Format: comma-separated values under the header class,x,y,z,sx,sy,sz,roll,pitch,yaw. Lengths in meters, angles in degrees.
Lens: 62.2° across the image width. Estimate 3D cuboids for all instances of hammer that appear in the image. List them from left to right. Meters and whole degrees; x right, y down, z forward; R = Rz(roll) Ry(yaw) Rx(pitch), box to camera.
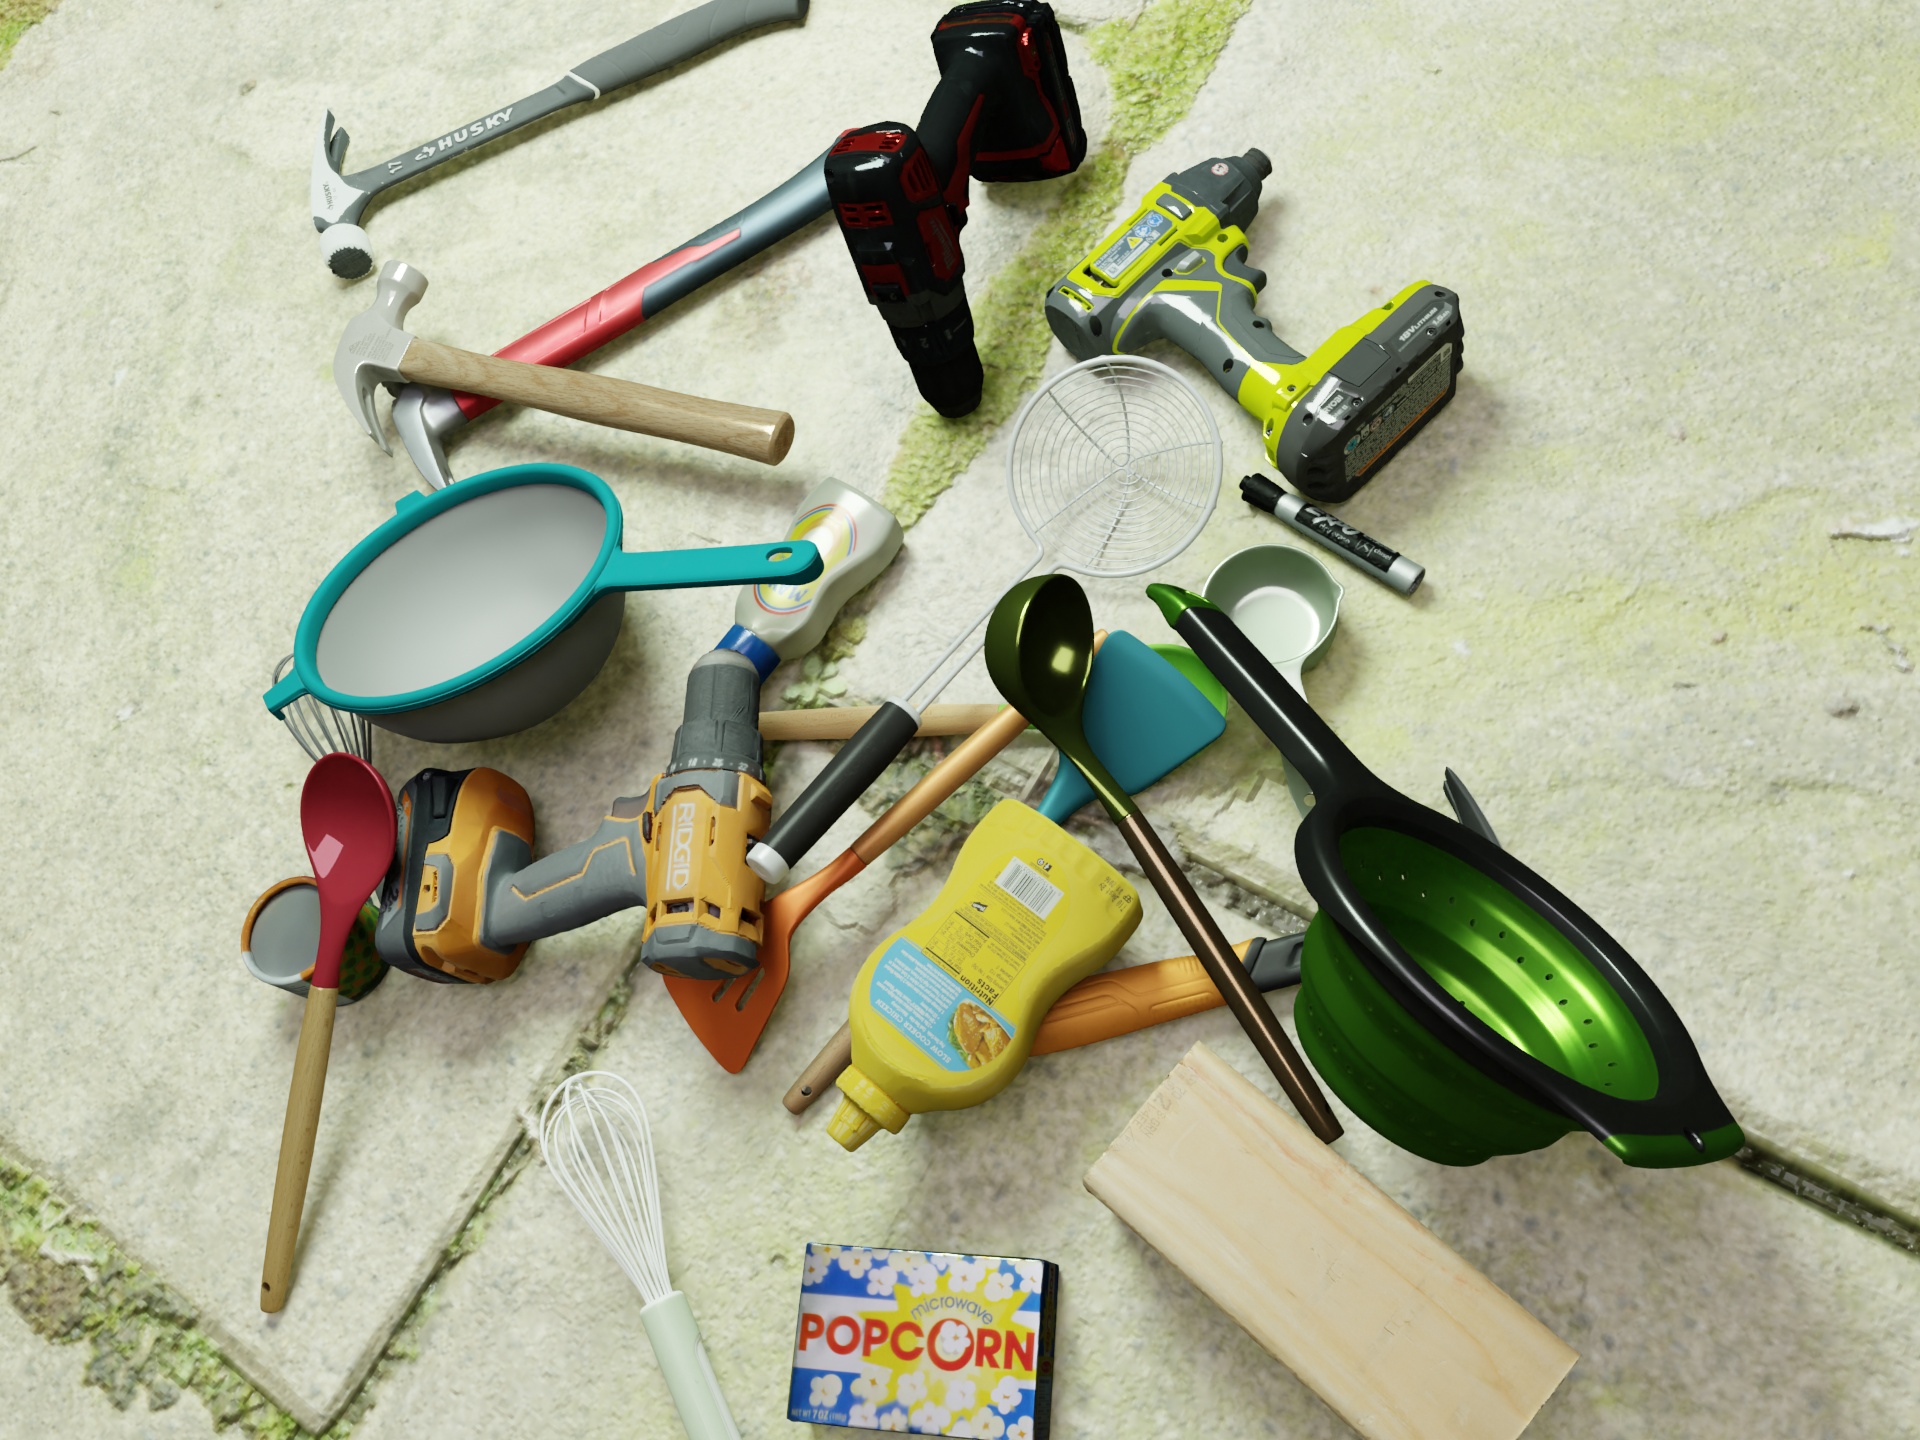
class,x,y,z,sx,sy,sz,roll,pitch,yaw
hammer,-0.263,-0.212,1.034,0.331,0.031,0.130,15,74,17
hammer,-0.301,-0.469,1.188,0.409,0.036,0.149,-24,63,3
hammer,-0.208,-0.282,1.085,0.386,0.038,0.143,-30,65,0
hammer,0.124,0.129,0.834,0.337,0.034,0.127,-17,66,7

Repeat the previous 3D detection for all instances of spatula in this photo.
class,x,y,z,sx,sy,sz,roll,pitch,yaw
spatula,-0.036,0.062,0.889,0.322,0.041,0.081,-41,64,-3
spatula,0.012,0.092,0.869,0.082,0.044,0.317,42,84,1

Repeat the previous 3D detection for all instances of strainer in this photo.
class,x,y,z,sx,sy,sz,roll,pitch,yaw
strainer,-0.226,-0.058,0.945,0.340,0.095,0.211,-2,47,21

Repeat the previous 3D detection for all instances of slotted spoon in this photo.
class,x,y,z,sx,sy,sz,roll,pitch,yaw
slotted spoon,-0.001,-0.003,0.924,0.314,0.031,0.070,-3,85,15

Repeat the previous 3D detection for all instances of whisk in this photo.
class,x,y,z,sx,sy,sz,roll,pitch,yaw
whisk,-0.368,0.049,0.984,0.055,0.055,0.239,-30,69,0
whisk,-0.158,0.296,0.828,0.059,0.057,0.246,-26,69,-7

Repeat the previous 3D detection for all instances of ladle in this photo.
class,x,y,z,sx,sy,sz,roll,pitch,yaw
ladle,-0.359,0.174,0.887,0.069,0.031,0.315,10,90,24
ladle,0.108,0.065,0.805,0.062,0.078,0.320,-41,74,32

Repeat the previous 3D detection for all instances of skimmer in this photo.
class,x,y,z,sx,sy,sz,roll,pitch,yaw
skimmer,0.010,-0.058,0.876,0.127,0.090,0.363,38,66,8

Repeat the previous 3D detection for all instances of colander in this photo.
class,x,y,z,sx,sy,sz,roll,pitch,yaw
colander,0.184,0.079,0.770,0.094,0.204,0.398,-58,45,25

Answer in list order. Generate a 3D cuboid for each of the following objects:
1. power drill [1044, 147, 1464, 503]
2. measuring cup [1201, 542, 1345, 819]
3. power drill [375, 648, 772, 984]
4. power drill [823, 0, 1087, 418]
class,x,y,z,sx,sy,sz,roll,pitch,yaw
power drill,0.183,-0.247,0.956,0.171,0.080,0.223,-43,62,-6
measuring cup,0.180,-0.017,0.881,0.083,0.038,0.168,-11,68,9
power drill,-0.209,0.058,0.902,0.226,0.084,0.185,-8,66,21
power drill,0.003,-0.321,0.996,0.080,0.187,0.227,6,51,27
